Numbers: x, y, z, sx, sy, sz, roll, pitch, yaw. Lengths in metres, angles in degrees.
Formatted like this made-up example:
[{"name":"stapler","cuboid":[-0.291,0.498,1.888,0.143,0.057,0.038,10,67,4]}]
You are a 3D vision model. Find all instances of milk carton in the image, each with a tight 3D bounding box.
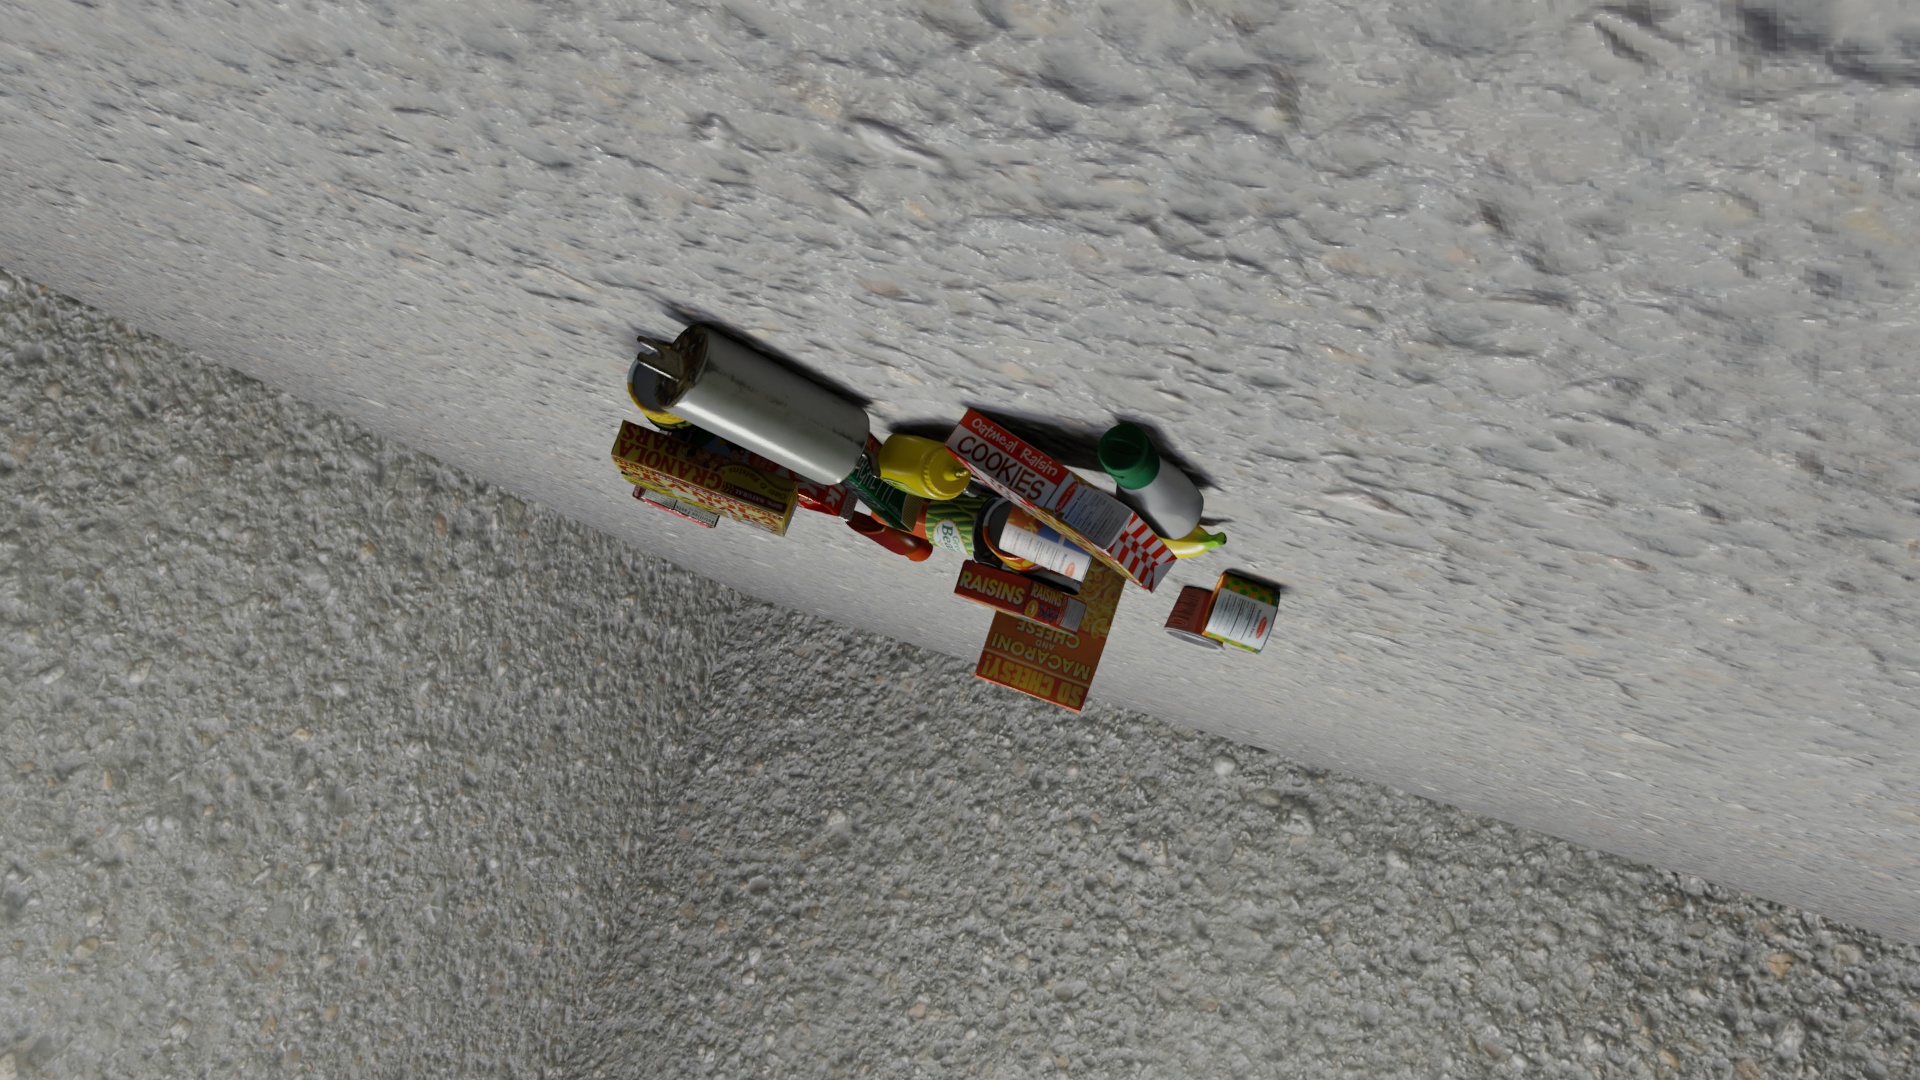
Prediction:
[{"name":"milk carton","cuboid":[-0.181,-0.085,1.356,0.190,0.072,0.073,23,170,-21]}]

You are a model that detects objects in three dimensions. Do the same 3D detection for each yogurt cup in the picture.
[{"name":"yogurt cup","cuboid":[0.260,0.084,1.510,0.072,0.054,0.072,19,171,3]}]

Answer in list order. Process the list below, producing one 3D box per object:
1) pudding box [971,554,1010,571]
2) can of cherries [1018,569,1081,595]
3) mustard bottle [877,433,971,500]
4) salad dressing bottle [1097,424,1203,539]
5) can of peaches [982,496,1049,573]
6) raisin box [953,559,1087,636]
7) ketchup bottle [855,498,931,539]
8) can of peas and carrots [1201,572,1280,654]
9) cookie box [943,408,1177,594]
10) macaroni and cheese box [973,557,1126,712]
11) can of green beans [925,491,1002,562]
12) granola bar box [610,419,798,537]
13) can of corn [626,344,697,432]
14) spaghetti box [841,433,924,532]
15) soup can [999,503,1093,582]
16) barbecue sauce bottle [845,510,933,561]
[{"name":"pudding box","cuboid":[0.058,0.024,1.594,0.084,0.050,0.030,14,168,26]},{"name":"can of cherries","cuboid":[0.099,0.019,1.442,0.071,0.058,0.071,18,171,3]},{"name":"mustard bottle","cuboid":[-0.026,-0.062,1.198,0.065,0.049,0.160,23,178,-20]},{"name":"salad dressing bottle","cuboid":[0.139,-0.043,1.025,0.064,0.044,0.147,20,171,26]},{"name":"can of peaches","cuboid":[0.062,-0.005,1.340,0.071,0.071,0.058,16,170,21]},{"name":"raisin box","cuboid":[0.062,0.058,1.413,0.086,0.040,0.123,17,176,34]},{"name":"ketchup bottle","cuboid":[-0.058,-0.031,1.521,0.149,0.043,0.064,20,170,-1]},{"name":"can of peas and carrots","cuboid":[0.274,0.071,1.360,0.059,0.071,0.071,19,171,4]},{"name":"cookie box","cuboid":[0.078,-0.030,1.088,0.168,0.040,0.123,35,180,30]},{"name":"macaroni and cheese box","cuboid":[0.100,0.090,1.517,0.124,0.166,0.040,19,171,1]},{"name":"can of green beans","cuboid":[0.006,-0.019,1.381,0.058,0.071,0.071,15,170,30]},{"name":"granola bar box","cuboid":[-0.237,-0.055,1.300,0.165,0.039,0.124,20,170,-3]},{"name":"can of corn","cuboid":[-0.256,-0.134,1.237,0.071,0.071,0.058,19,170,4]},{"name":"spaghetti box","cuboid":[-0.086,-0.063,1.362,0.029,0.050,0.249,14,170,18]},{"name":"soup can","cuboid":[0.087,-0.010,1.268,0.084,0.071,0.071,22,171,6]},{"name":"barbecue sauce bottle","cuboid":[-0.081,-0.009,1.711,0.065,0.044,0.148,15,171,29]}]
